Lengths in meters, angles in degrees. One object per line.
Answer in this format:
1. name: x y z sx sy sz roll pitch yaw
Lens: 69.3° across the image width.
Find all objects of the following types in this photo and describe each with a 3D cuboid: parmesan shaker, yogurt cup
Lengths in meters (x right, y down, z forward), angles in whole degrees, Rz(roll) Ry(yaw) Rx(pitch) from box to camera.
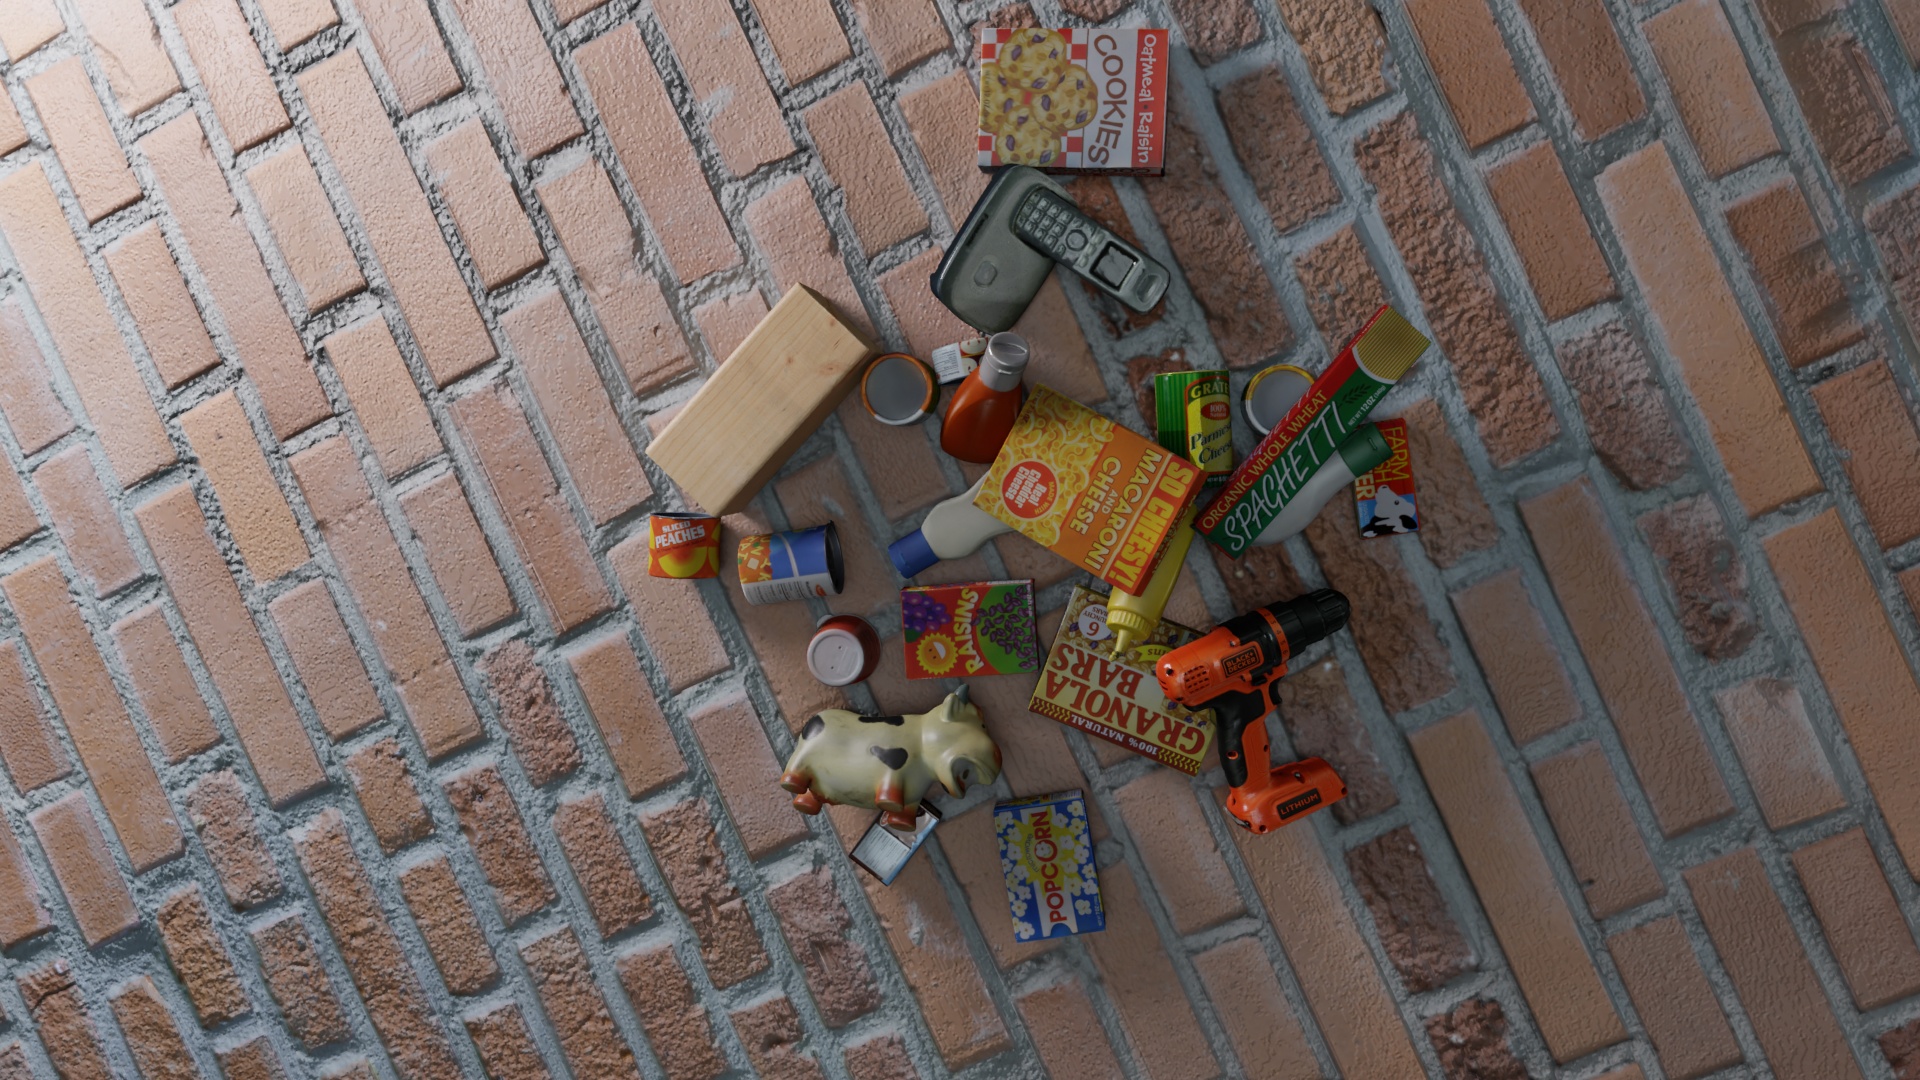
1. parmesan shaker: 0.211 -0.099 1.239 0.071 0.071 0.103 -3 94 7
2. yogurt cup: -0.111 0.105 1.291 0.072 0.054 0.072 0 94 6

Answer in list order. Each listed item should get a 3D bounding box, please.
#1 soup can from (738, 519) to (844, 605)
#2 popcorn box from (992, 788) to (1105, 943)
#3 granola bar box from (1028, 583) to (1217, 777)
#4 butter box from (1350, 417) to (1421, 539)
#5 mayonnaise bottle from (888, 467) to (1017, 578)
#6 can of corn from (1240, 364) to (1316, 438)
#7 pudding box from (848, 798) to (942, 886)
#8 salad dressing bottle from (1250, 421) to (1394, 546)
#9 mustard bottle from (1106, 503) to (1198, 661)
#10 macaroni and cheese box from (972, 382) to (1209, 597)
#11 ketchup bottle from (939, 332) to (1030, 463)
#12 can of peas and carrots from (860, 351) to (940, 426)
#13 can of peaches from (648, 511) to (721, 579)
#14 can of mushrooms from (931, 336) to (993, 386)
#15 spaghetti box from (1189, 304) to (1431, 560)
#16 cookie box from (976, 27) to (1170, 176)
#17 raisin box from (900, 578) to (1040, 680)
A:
1. soup can: -0.156 0.020 1.286 0.084 0.071 0.071 -8 93 7
2. popcorn box: 0.083 0.300 1.288 0.085 0.038 0.126 -10 92 6
3. granola bar box: 0.160 0.127 1.269 0.166 0.039 0.124 21 95 5
4. butter box: 0.376 -0.055 1.242 0.053 0.024 0.103 -8 92 8
5. mayonnaise bottle: 0.005 -0.016 1.278 0.148 0.041 0.065 -30 89 8
6. can of corn: 0.286 -0.124 1.231 0.071 0.058 0.071 0 94 6
7. pudding box: -0.061 0.277 1.307 0.050 0.030 0.083 37 96 4
8. salad dressing bottle: 0.309 -0.050 1.226 0.147 0.044 0.064 -33 82 19
9. mustard bottle: 0.163 0.037 1.228 0.049 0.065 0.161 25 72 -5
10. macaroni and cheese box: 0.112 -0.044 1.199 0.167 0.040 0.123 31 97 22
11. ketchup bottle: 0.026 -0.123 1.217 0.065 0.148 0.044 10 59 -8
12. can of peas and carrots: -0.055 -0.140 1.268 0.071 0.059 0.071 0 94 6
13. can of peaches: -0.257 0.004 1.293 0.071 0.071 0.058 3 95 6
14. can of mushrooms: 0.011 -0.162 1.257 0.071 0.071 0.033 -12 91 7
15. spaghetti box: 0.297 -0.090 1.187 0.050 0.029 0.249 40 98 -1
16. cookie box: 0.102 -0.392 1.246 0.167 0.040 0.122 3 94 7
17. raisin box: 0.009 0.081 1.283 0.123 0.040 0.086 -4 94 5
